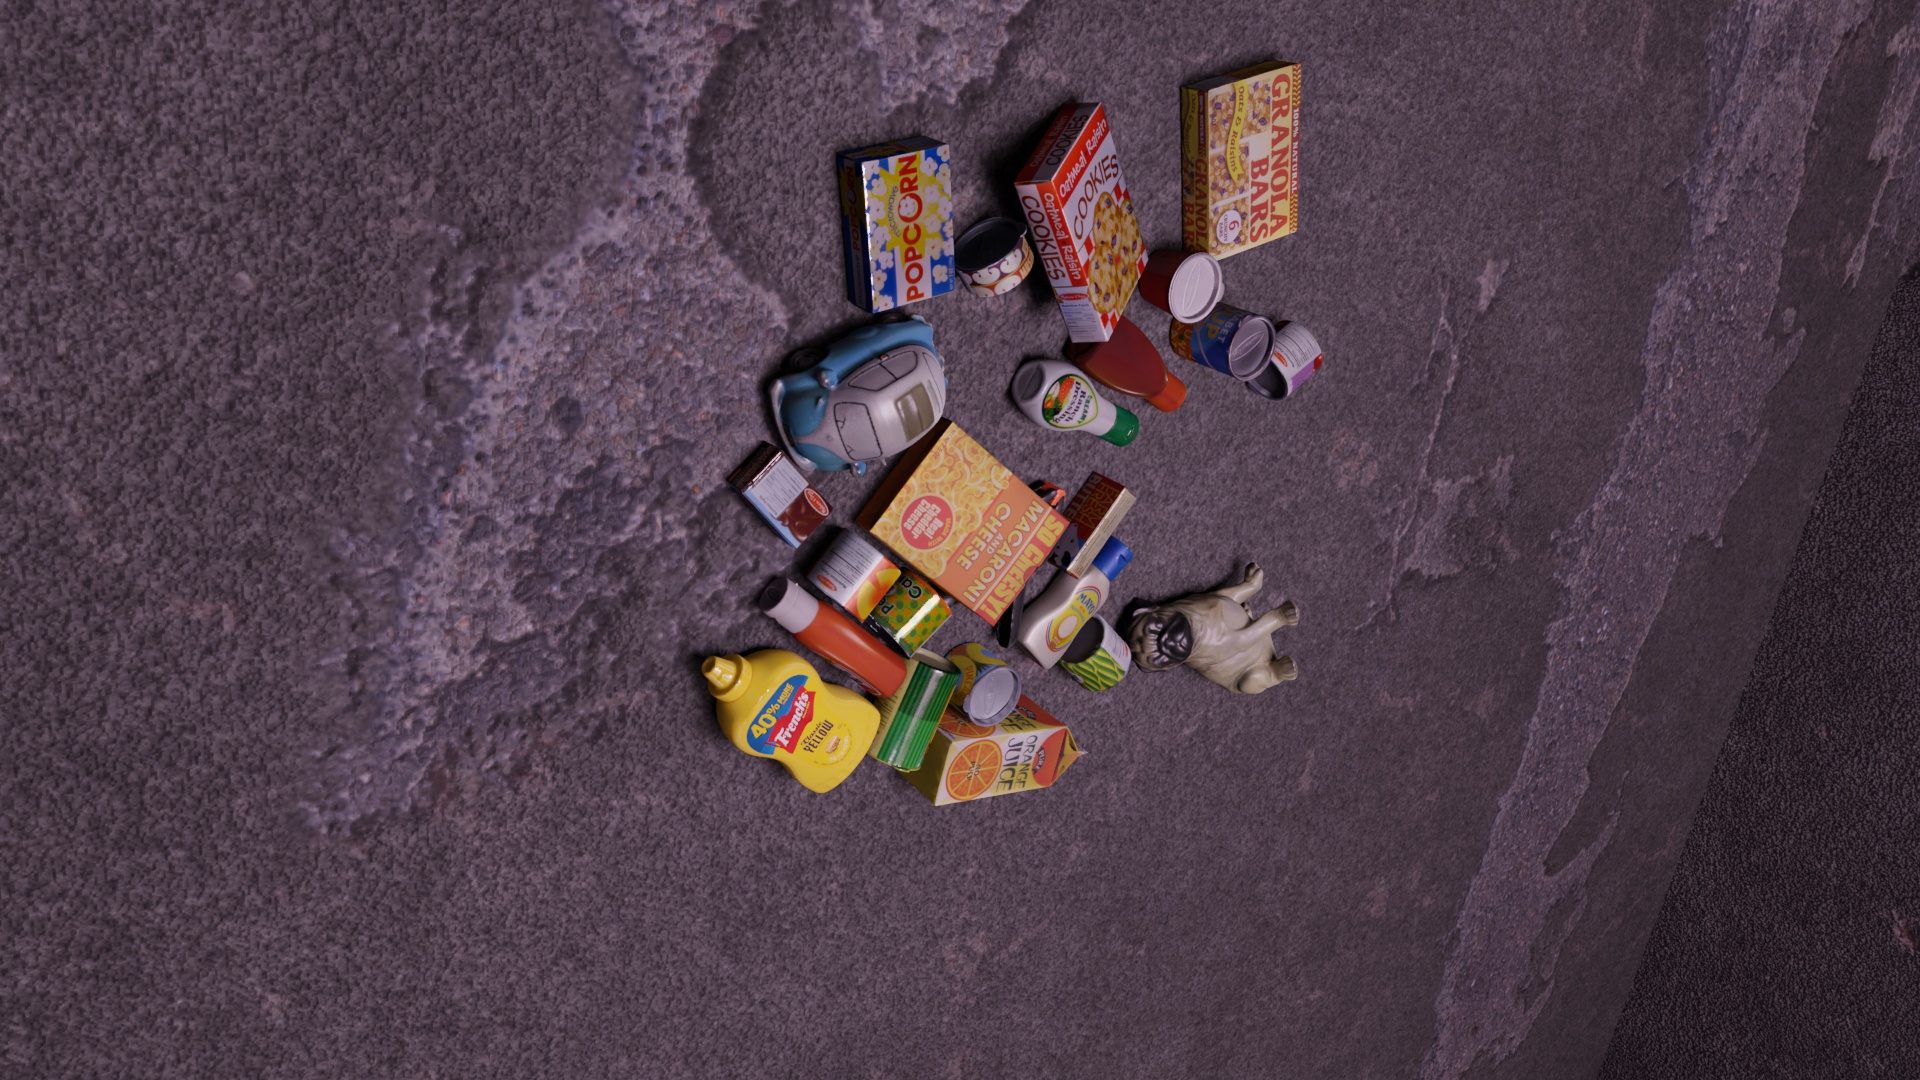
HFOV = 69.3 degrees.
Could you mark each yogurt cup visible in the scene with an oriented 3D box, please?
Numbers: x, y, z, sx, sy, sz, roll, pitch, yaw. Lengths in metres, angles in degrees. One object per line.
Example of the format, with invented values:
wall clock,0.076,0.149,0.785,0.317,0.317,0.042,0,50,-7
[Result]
yogurt cup,0.209,-0.248,1.335,0.072,0.054,0.072,-18,122,-32

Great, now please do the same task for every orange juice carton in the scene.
orange juice carton,0.038,0.209,1.415,0.193,0.072,0.072,-1,113,-38

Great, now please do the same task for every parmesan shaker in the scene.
parmesan shaker,-0.047,0.159,1.319,0.071,0.071,0.103,17,101,-43

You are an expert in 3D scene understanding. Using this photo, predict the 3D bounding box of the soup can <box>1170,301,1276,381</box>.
soup can,0.259,-0.204,1.378,0.071,0.084,0.071,-18,122,-32

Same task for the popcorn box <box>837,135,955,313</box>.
popcorn box,-0.051,-0.256,1.129,0.085,0.038,0.126,-21,123,-30

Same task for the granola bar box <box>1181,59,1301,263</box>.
granola bar box,0.270,-0.365,1.336,0.125,0.039,0.164,-24,125,-27

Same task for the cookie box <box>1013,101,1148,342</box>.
cookie box,0.108,-0.277,1.215,0.123,0.040,0.166,-62,141,-36

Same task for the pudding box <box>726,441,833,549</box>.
pudding box,-0.150,-0.037,1.165,0.050,0.030,0.083,-49,133,-11

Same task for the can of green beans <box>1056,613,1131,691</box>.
can of green beans,0.137,0.116,1.452,0.071,0.071,0.057,-51,133,-7

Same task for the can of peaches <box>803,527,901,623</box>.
can of peaches,-0.094,0.031,1.222,0.058,0.071,0.071,-52,134,-6

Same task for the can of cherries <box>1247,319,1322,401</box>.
can of cherries,0.337,-0.189,1.464,0.058,0.071,0.071,-41,131,-17

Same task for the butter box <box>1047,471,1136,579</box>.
butter box,0.126,-0.015,1.386,0.024,0.053,0.103,39,84,-41

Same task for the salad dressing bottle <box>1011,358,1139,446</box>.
salad dressing bottle,0.113,-0.128,1.324,0.147,0.044,0.064,19,101,-43

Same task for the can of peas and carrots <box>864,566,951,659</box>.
can of peas and carrots,-0.052,0.065,1.272,0.059,0.071,0.070,-46,133,-12

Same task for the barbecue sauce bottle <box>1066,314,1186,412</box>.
barbecue sauce bottle,0.167,-0.169,1.348,0.148,0.044,0.065,28,93,-44

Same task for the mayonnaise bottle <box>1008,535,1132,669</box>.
mayonnaise bottle,0.116,0.059,1.423,0.148,0.041,0.064,-48,131,-9

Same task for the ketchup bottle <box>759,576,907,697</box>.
ketchup bottle,-0.114,0.085,1.237,0.148,0.065,0.043,41,82,-35

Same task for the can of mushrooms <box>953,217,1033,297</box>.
can of mushrooms,0.029,-0.241,1.181,0.071,0.071,0.033,-45,134,-12

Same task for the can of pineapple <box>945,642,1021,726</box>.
can of pineapple,0.016,0.141,1.372,0.071,0.058,0.070,-18,122,-32

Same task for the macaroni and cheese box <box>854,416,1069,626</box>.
macaroni and cheese box,0.005,-0.016,1.271,0.166,0.040,0.124,39,86,-30
